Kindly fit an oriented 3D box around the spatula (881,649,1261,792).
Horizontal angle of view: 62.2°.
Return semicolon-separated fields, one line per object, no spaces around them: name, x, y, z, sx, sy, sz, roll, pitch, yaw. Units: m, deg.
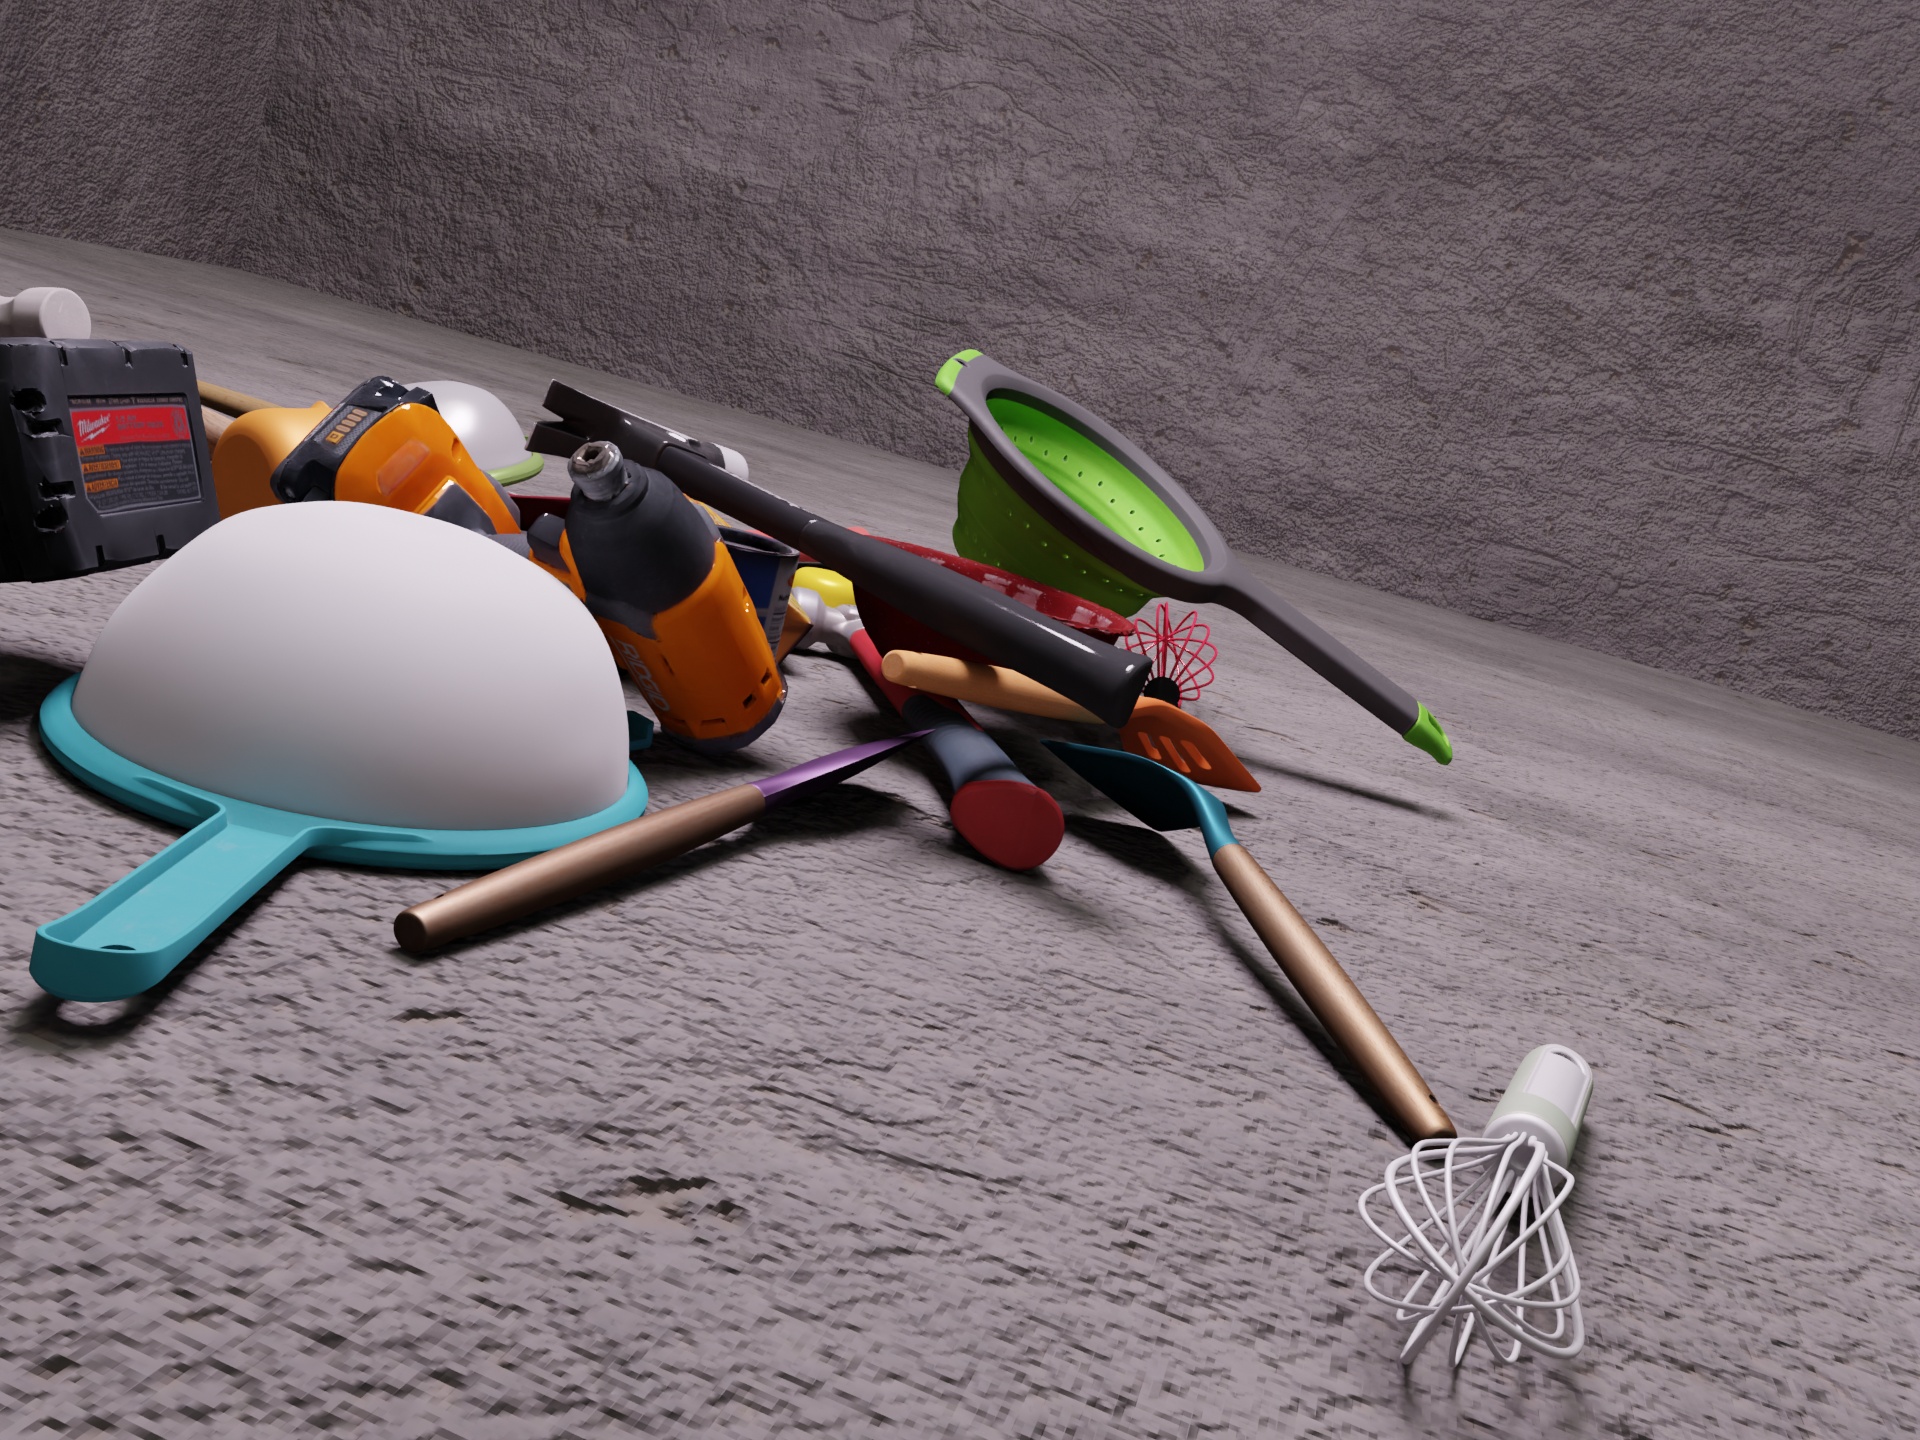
spatula;0.055;0.002;0.762;0.081;0.041;0.322;11;1;32

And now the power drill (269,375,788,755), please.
power drill;-0.193;-0.079;0.705;0.227;0.084;0.164;20;-29;26

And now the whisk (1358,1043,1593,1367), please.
whisk;0.160;0.125;0.455;0.058;0.059;0.246;33;14;22

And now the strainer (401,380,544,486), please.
strainer;-0.361;-0.192;1.099;0.151;0.069;0.257;-9;20;-20

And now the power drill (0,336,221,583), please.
power drill;-0.404;-0.083;0.551;0.226;0.080;0.188;-4;12;5

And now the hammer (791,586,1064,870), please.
hammer;-0.001;-0.003;0.846;0.143;0.038;0.387;13;13;-17

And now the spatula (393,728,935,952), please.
spatula;-0.094;0.036;0.591;0.060;0.018;0.316;-20;1;25

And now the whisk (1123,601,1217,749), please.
whisk;0.133;-0.022;1.045;0.073;0.073;0.296;16;17;5

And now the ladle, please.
ladle;-0.369;-0.168;0.990;0.315;0.031;0.069;20;10;16

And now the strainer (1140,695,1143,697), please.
strainer;0.067;-0.029;0.994;0.086;0.050;0.259;43;-1;-23

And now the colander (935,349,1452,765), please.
colander;0.128;-0.072;0.996;0.397;0.094;0.205;36;25;-4

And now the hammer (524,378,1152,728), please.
hammer;-0.054;-0.077;0.711;0.335;0.035;0.146;29;9;33

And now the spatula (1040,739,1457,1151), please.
spatula;0.111;0.077;0.635;0.082;0.044;0.318;38;11;-24

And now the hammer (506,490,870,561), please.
hammer;-0.181;-0.138;1.233;0.149;0.036;0.359;20;14;24

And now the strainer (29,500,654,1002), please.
strainer;-0.207;-0.013;0.520;0.211;0.095;0.340;13;11;-7

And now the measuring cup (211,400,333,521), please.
measuring cup;-0.389;-0.121;0.860;0.174;0.095;0.052;1;8;34

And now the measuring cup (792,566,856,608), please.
measuring cup;-0.080;-0.100;1.193;0.062;0.029;0.156;18;15;15

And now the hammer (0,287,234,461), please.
hammer;-0.442;-0.169;0.878;0.130;0.031;0.331;5;-6;11
